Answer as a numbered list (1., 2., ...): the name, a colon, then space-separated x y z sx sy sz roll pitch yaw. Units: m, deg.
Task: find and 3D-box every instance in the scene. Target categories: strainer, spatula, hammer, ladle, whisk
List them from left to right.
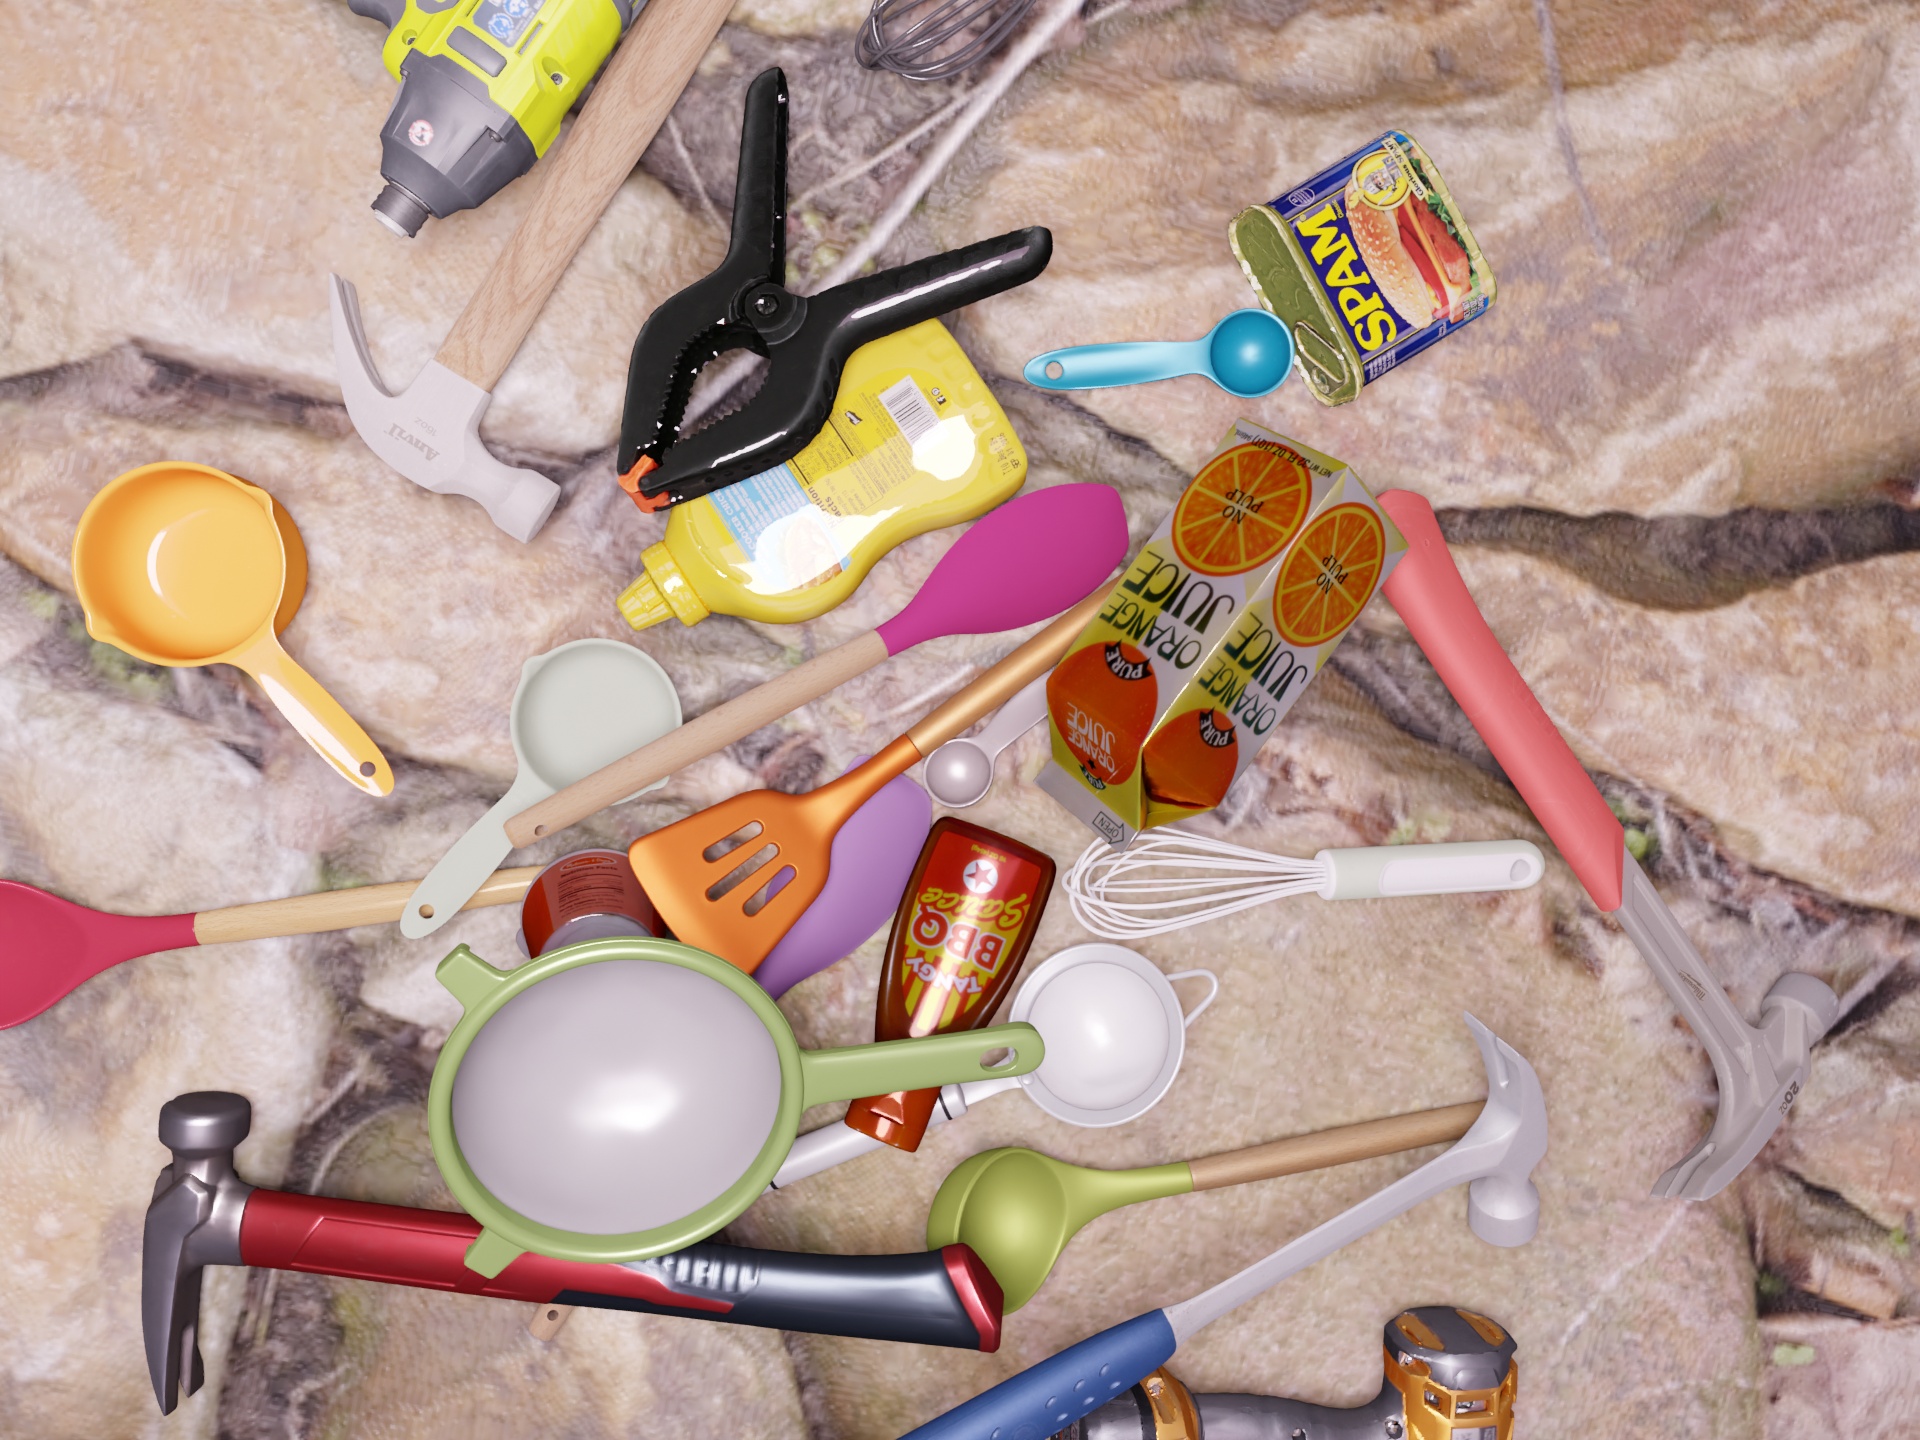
1. ladle: -0.320 0.090 0.725 0.315 0.031 0.069 -7 94 -8
2. hammer: -0.175 0.259 0.713 0.386 0.038 0.143 6 94 4
3. hammer: -0.167 -0.254 0.717 0.130 0.031 0.331 31 89 -8
4. spatula: -0.112 0.159 0.756 0.059 0.018 0.316 34 89 -8
5. strainer: -0.094 0.144 0.687 0.256 0.069 0.151 -4 110 -14
6. spatula: -0.001 -0.002 0.738 0.322 0.041 0.081 -36 90 -5
7. strainer: 0.003 0.176 0.760 0.258 0.050 0.087 -22 65 2
8. whisk: 0.052 -0.364 0.727 0.239 0.055 0.055 -36 97 -8
9. hammer: 0.099 0.260 0.703 0.405 0.035 0.144 -22 125 -18
10. ladle: 0.140 0.221 0.771 0.320 0.062 0.078 -9 98 -8
11. whisk: 0.169 0.075 0.769 0.246 0.059 0.057 -2 106 -11
12. hammer: 0.289 0.048 0.767 0.149 0.036 0.359 -37 94 -28

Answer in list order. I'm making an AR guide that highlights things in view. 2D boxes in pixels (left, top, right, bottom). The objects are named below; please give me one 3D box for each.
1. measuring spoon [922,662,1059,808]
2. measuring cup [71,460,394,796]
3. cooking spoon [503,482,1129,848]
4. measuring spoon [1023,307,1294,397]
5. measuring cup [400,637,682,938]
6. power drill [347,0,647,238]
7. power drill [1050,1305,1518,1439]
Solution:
1. measuring spoon: 0.033 -0.003 0.765 0.124 0.018 0.034 -42 68 -8
2. measuring cup: -0.308 -0.036 0.706 0.095 0.052 0.173 -40 99 -3
3. cooking spoon: -0.058 -0.023 0.721 0.319 0.017 0.068 -28 128 -12
4. measuring spoon: 0.094 -0.171 0.762 0.128 0.021 0.042 -4 95 3
5. measuring cup: -0.195 0.033 0.730 0.083 0.038 0.167 42 90 -7
6. power drill: -0.258 -0.322 0.663 0.223 0.080 0.171 34 87 -1
7. power drill: 0.160 0.389 0.774 0.226 0.084 0.185 0 96 -11
